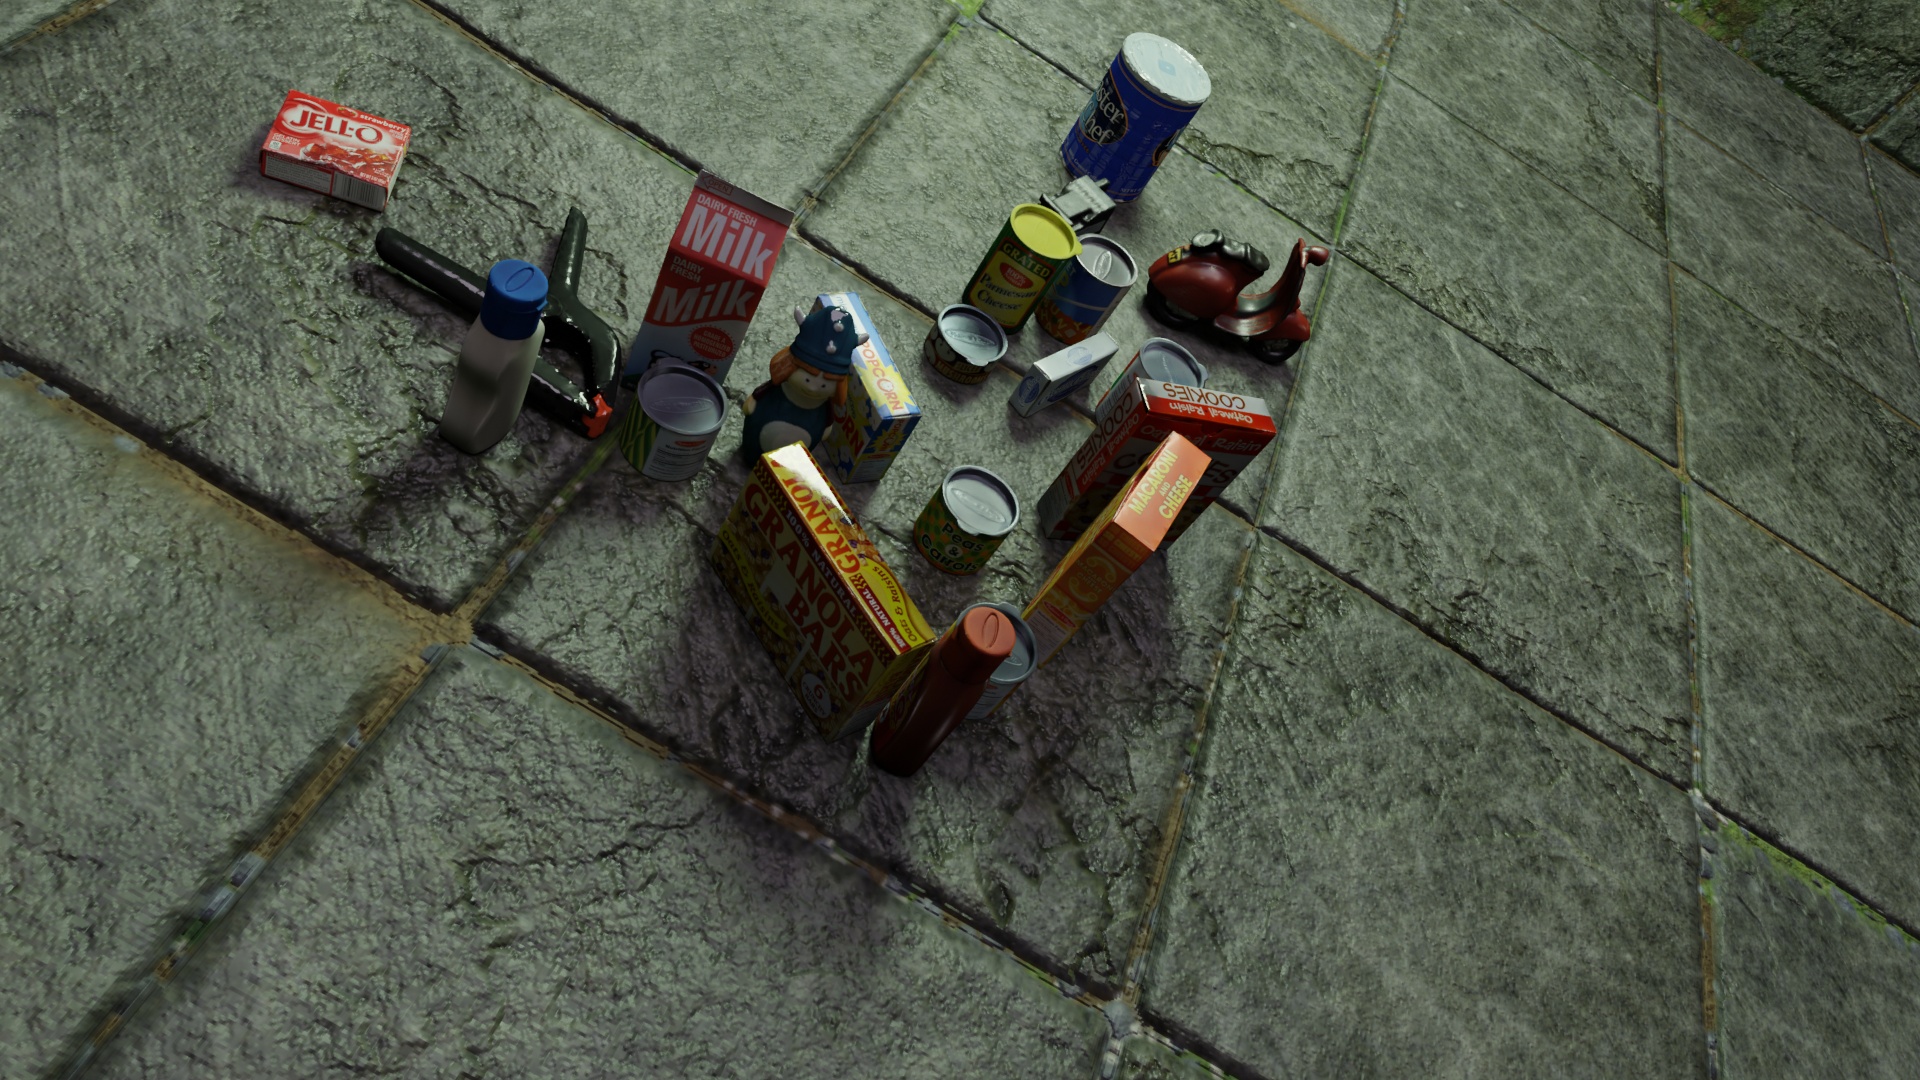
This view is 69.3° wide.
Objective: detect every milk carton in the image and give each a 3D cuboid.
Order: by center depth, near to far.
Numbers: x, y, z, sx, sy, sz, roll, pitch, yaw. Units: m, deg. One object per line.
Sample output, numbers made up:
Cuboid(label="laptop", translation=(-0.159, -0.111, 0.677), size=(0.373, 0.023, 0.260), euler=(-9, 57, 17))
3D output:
Cuboid(label="milk carton", translation=(-0.182, -0.183, 1.005), size=(0.072, 0.189, 0.074), euler=(22, 48, -14))

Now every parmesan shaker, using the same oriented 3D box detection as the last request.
Cuboid(label="parmesan shaker", translation=(0.054, -0.240, 1.246), size=(0.071, 0.102, 0.072), euler=(16, 50, -19))

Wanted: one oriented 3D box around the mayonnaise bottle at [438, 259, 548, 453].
Cuboid(label="mayonnaise bottle", translation=(-0.305, -0.122, 0.916), size=(0.041, 0.147, 0.065), euler=(33, 46, -4))

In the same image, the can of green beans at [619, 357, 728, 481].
Cuboid(label="can of green beans", translation=(-0.208, -0.085, 1.006), size=(0.071, 0.057, 0.071), euler=(16, 50, -19))

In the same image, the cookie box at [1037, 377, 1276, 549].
Cuboid(label="cookie box", translation=(0.155, -0.057, 1.117), size=(0.123, 0.166, 0.040), euler=(6, 54, -27))

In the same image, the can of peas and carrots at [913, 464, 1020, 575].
Cuboid(label="can of peas and carrots", translation=(0.004, -0.013, 1.071), size=(0.071, 0.058, 0.071), euler=(16, 50, -19))

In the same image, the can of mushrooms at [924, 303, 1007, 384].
Cuboid(label="can of mushrooms", translation=(0.004, -0.169, 1.210), size=(0.071, 0.033, 0.071), euler=(16, 49, -19))

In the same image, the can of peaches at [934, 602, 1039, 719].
Cuboid(label="can of peaches", translation=(0.015, 0.086, 1.001), size=(0.071, 0.057, 0.071), euler=(16, 50, -19))

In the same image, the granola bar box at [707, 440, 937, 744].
Cuboid(label="granola bar box", translation=(-0.098, 0.036, 0.929), size=(0.039, 0.123, 0.166), euler=(-21, 68, -39))

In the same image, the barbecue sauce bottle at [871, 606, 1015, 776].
Cuboid(label="barbecue sauce bottle", translation=(-0.011, 0.097, 0.915), size=(0.043, 0.147, 0.065), euler=(25, 47, -11))

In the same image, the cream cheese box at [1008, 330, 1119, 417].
Cuboid(label="cream cheese box", translation=(0.092, -0.148, 1.230), size=(0.104, 0.053, 0.024), euler=(-29, 74, -42))

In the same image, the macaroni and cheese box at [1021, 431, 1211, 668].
Cuboid(label="macaroni and cheese box", translation=(0.109, 0.008, 1.041), size=(0.040, 0.165, 0.124), euler=(38, 46, 1))

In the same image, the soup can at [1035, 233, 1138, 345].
Cuboid(label="soup can", translation=(0.113, -0.233, 1.288), size=(0.071, 0.083, 0.072), euler=(16, 50, -19))

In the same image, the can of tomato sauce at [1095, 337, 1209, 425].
Cuboid(label="can of tomato sauce", translation=(0.170, -0.129, 1.240), size=(0.071, 0.082, 0.071), euler=(16, 50, -19))

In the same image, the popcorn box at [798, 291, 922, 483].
Cuboid(label="popcorn box", translation=(-0.086, -0.119, 1.084), size=(0.038, 0.084, 0.127), euler=(-10, 62, -35))
